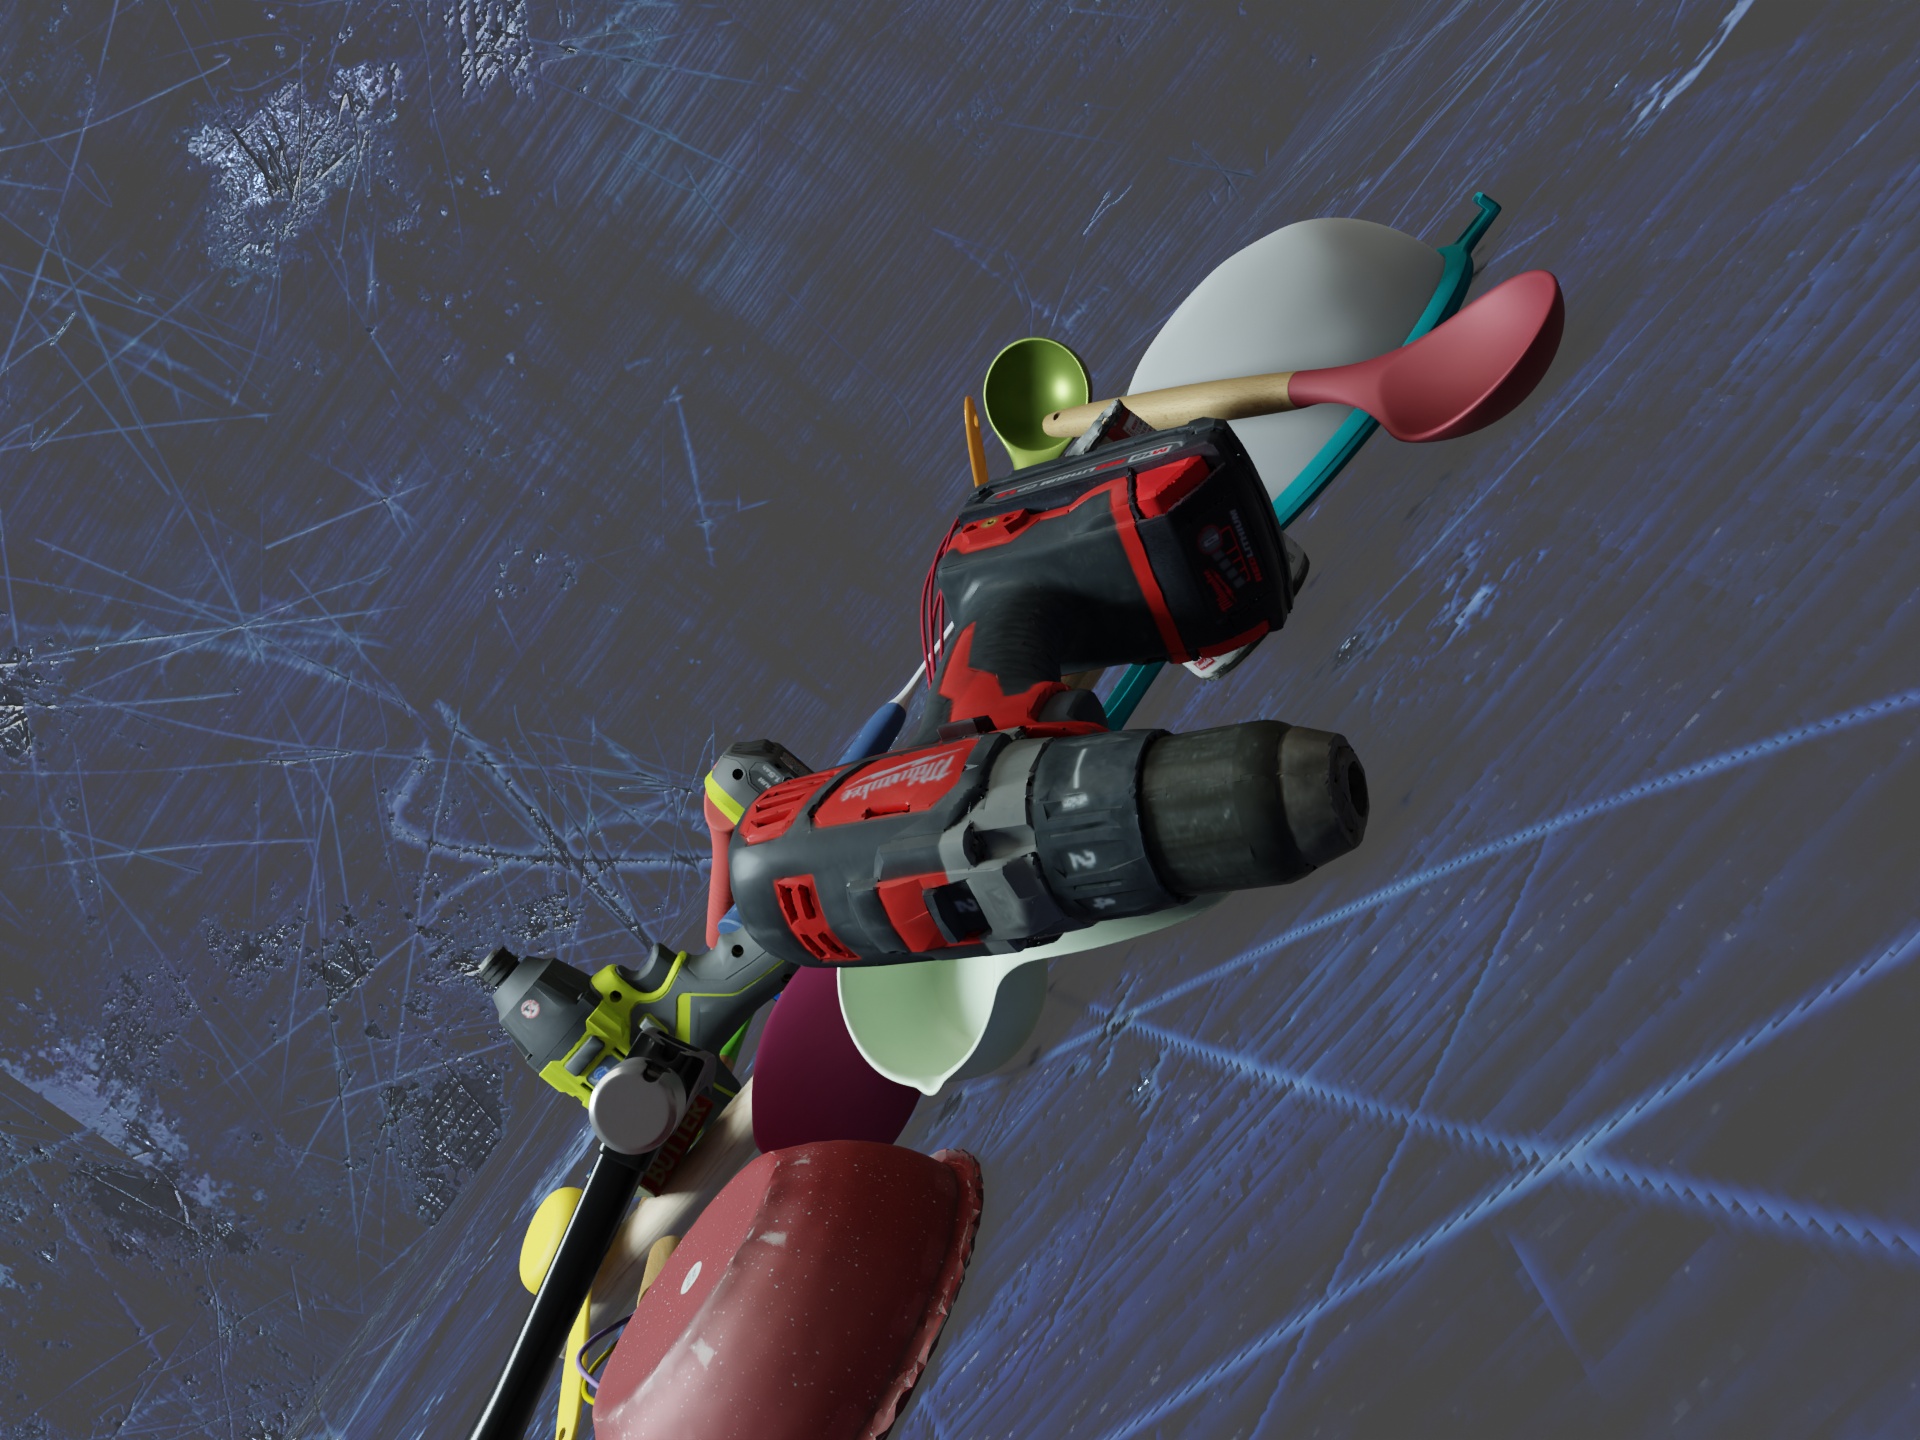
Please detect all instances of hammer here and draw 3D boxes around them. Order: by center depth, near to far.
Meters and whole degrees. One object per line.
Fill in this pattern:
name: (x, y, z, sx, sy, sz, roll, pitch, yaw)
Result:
hammer: (-0.180, 0.276, 0.623, 0.146, 0.035, 0.335, 122, 173, -87)
hammer: (-0.087, 0.178, 0.783, 0.410, 0.038, 0.146, -51, 8, 16)
hammer: (-0.040, -0.011, 1.081, 0.406, 0.035, 0.144, -57, 1, -29)
hammer: (-0.155, 0.126, 1.095, 0.149, 0.037, 0.358, -58, -9, -35)

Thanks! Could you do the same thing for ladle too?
ladle: (0.121, -0.132, 0.650, 0.069, 0.031, 0.315, -58, 27, -12)
ladle: (0.027, -0.107, 1.043, 0.062, 0.078, 0.320, 48, -129, -58)

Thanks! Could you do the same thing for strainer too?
strainer: (0.111, -0.125, 0.760, 0.340, 0.095, 0.211, -54, 7, -25)

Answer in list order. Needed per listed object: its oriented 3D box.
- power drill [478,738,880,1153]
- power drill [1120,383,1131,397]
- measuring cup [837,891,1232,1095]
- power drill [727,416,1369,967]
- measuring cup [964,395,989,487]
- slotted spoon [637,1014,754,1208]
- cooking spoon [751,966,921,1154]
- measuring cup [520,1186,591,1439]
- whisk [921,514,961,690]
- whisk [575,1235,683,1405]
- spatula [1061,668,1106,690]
power drill: (-0.147, 0.126, 0.899, 0.223, 0.171, 0.080, -49, 7, 1)
power drill: (0.126, -0.180, 1.047, 0.143, 0.078, 0.220, -50, 5, 23)
measuring cup: (0.029, 0.072, 0.522, 0.167, 0.038, 0.083, -24, 68, 37)
power drill: (0.047, -0.012, 0.507, 0.188, 0.080, 0.227, -11, 29, 30)
measuring cup: (0.042, -0.103, 0.893, 0.052, 0.173, 0.095, -3, 33, 17)
slotted spoon: (-0.158, 0.234, 1.015, 0.070, 0.031, 0.314, -46, 10, 26)
cooking spoon: (0.003, 0.036, 0.645, 0.017, 0.068, 0.319, -28, 31, 58)
measuring cup: (-0.199, 0.294, 0.781, 0.062, 0.029, 0.157, -54, 23, 19)
whisk: (-0.001, -0.002, 0.724, 0.073, 0.073, 0.296, -45, 21, 47)
whisk: (-0.119, 0.247, 0.654, 0.047, 0.051, 0.245, -32, -1, -11)
spatula: (0.066, -0.049, 0.809, 0.318, 0.044, 0.082, -52, -13, -55)
